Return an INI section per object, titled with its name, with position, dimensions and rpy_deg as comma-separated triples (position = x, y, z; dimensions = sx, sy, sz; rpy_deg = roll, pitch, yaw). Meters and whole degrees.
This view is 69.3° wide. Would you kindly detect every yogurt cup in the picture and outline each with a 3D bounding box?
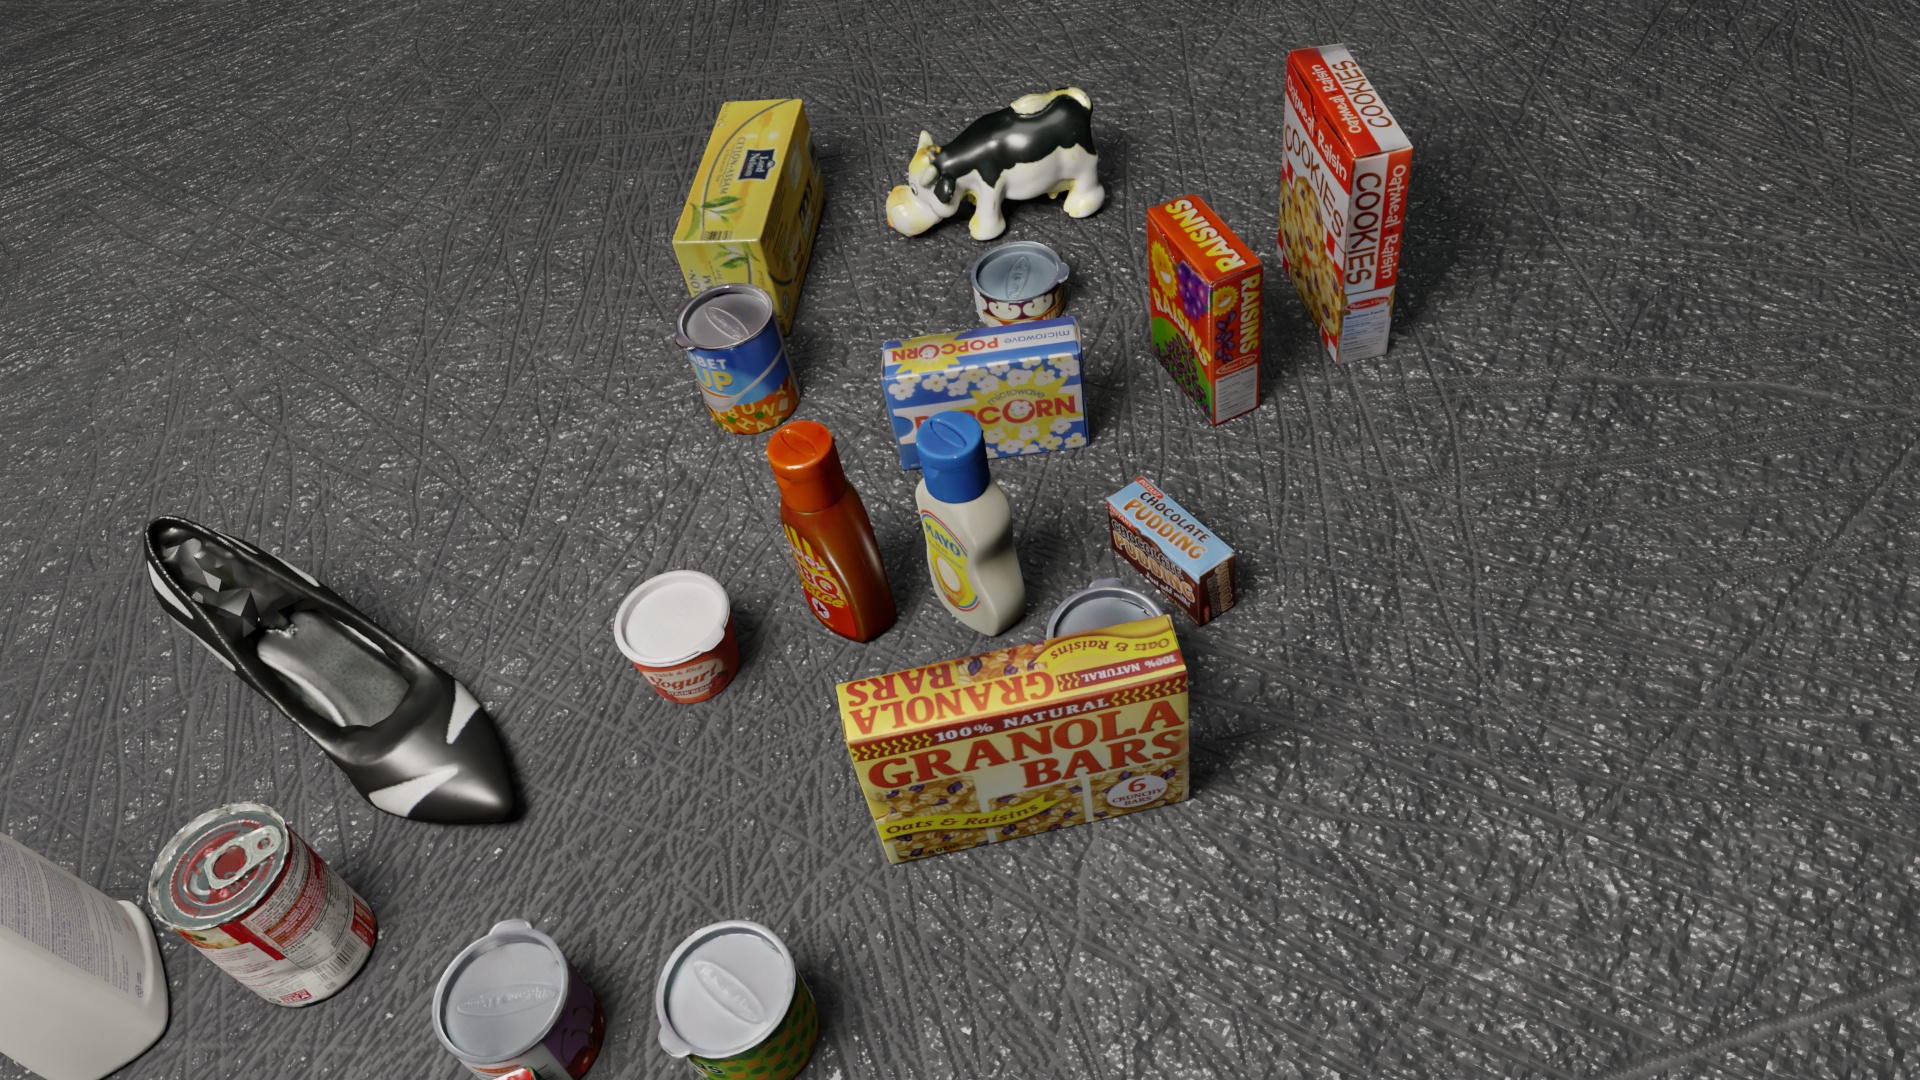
[yogurt cup]
position = -0.164, 0.059, 0.821
dimensions = 0.072, 0.053, 0.073
rpy_deg = -5, 49, 6

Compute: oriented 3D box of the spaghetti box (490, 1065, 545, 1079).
[spaghetti box]
position = -0.305, 0.307, 0.637
dimensions = 0.250, 0.050, 0.029
rpy_deg = -19, 50, -7

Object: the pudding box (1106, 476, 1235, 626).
[pudding box]
position = 0.124, 0.005, 0.820
dimensions = 0.030, 0.049, 0.084
rpy_deg = -32, 52, -17

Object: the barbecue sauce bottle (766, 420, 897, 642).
[barbecue sauce bottle]
position = -0.076, -0.006, 0.799
dimensions = 0.044, 0.147, 0.065
rpy_deg = -40, 55, -22

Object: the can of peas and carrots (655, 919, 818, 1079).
[can of peas and carrots]
position = -0.107, 0.227, 0.665
dimensions = 0.071, 0.058, 0.071
rpy_deg = -5, 49, 6

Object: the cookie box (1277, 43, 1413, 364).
[cookie box]
position = 0.247, -0.219, 0.913
dimensions = 0.040, 0.166, 0.123
rpy_deg = -13, 49, -1

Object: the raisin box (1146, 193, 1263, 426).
[raisin box]
position = 0.156, -0.148, 0.897
dimensions = 0.040, 0.122, 0.086
rpy_deg = -22, 50, -8

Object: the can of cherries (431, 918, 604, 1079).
[can of cherries]
position = -0.214, 0.231, 0.681
dimensions = 0.071, 0.058, 0.072
rpy_deg = -5, 49, 6

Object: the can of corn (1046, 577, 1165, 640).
[can of corn]
position = 0.083, 0.066, 0.770
dimensions = 0.071, 0.058, 0.071
rpy_deg = -5, 49, 6

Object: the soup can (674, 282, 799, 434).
[soup can]
position = -0.154, -0.123, 0.954
dimensions = 0.071, 0.083, 0.072
rpy_deg = -5, 49, 6

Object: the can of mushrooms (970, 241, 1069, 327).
[can of mushrooms]
position = 0.045, -0.183, 1.004
dimensions = 0.071, 0.033, 0.071
rpy_deg = -5, 49, 6

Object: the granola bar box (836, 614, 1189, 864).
[granola bar box]
position = 0.032, 0.104, 0.703
dimensions = 0.166, 0.123, 0.039
rpy_deg = -12, 49, -1

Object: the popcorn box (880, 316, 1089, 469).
[popcorn box]
position = 0.018, -0.094, 0.900
dimensions = 0.127, 0.084, 0.038
rpy_deg = -7, 49, 4

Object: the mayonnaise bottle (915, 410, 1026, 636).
[mayonnaise bottle]
position = 0.003, -0.010, 0.789
dimensions = 0.041, 0.147, 0.065
rpy_deg = -37, 54, -20
